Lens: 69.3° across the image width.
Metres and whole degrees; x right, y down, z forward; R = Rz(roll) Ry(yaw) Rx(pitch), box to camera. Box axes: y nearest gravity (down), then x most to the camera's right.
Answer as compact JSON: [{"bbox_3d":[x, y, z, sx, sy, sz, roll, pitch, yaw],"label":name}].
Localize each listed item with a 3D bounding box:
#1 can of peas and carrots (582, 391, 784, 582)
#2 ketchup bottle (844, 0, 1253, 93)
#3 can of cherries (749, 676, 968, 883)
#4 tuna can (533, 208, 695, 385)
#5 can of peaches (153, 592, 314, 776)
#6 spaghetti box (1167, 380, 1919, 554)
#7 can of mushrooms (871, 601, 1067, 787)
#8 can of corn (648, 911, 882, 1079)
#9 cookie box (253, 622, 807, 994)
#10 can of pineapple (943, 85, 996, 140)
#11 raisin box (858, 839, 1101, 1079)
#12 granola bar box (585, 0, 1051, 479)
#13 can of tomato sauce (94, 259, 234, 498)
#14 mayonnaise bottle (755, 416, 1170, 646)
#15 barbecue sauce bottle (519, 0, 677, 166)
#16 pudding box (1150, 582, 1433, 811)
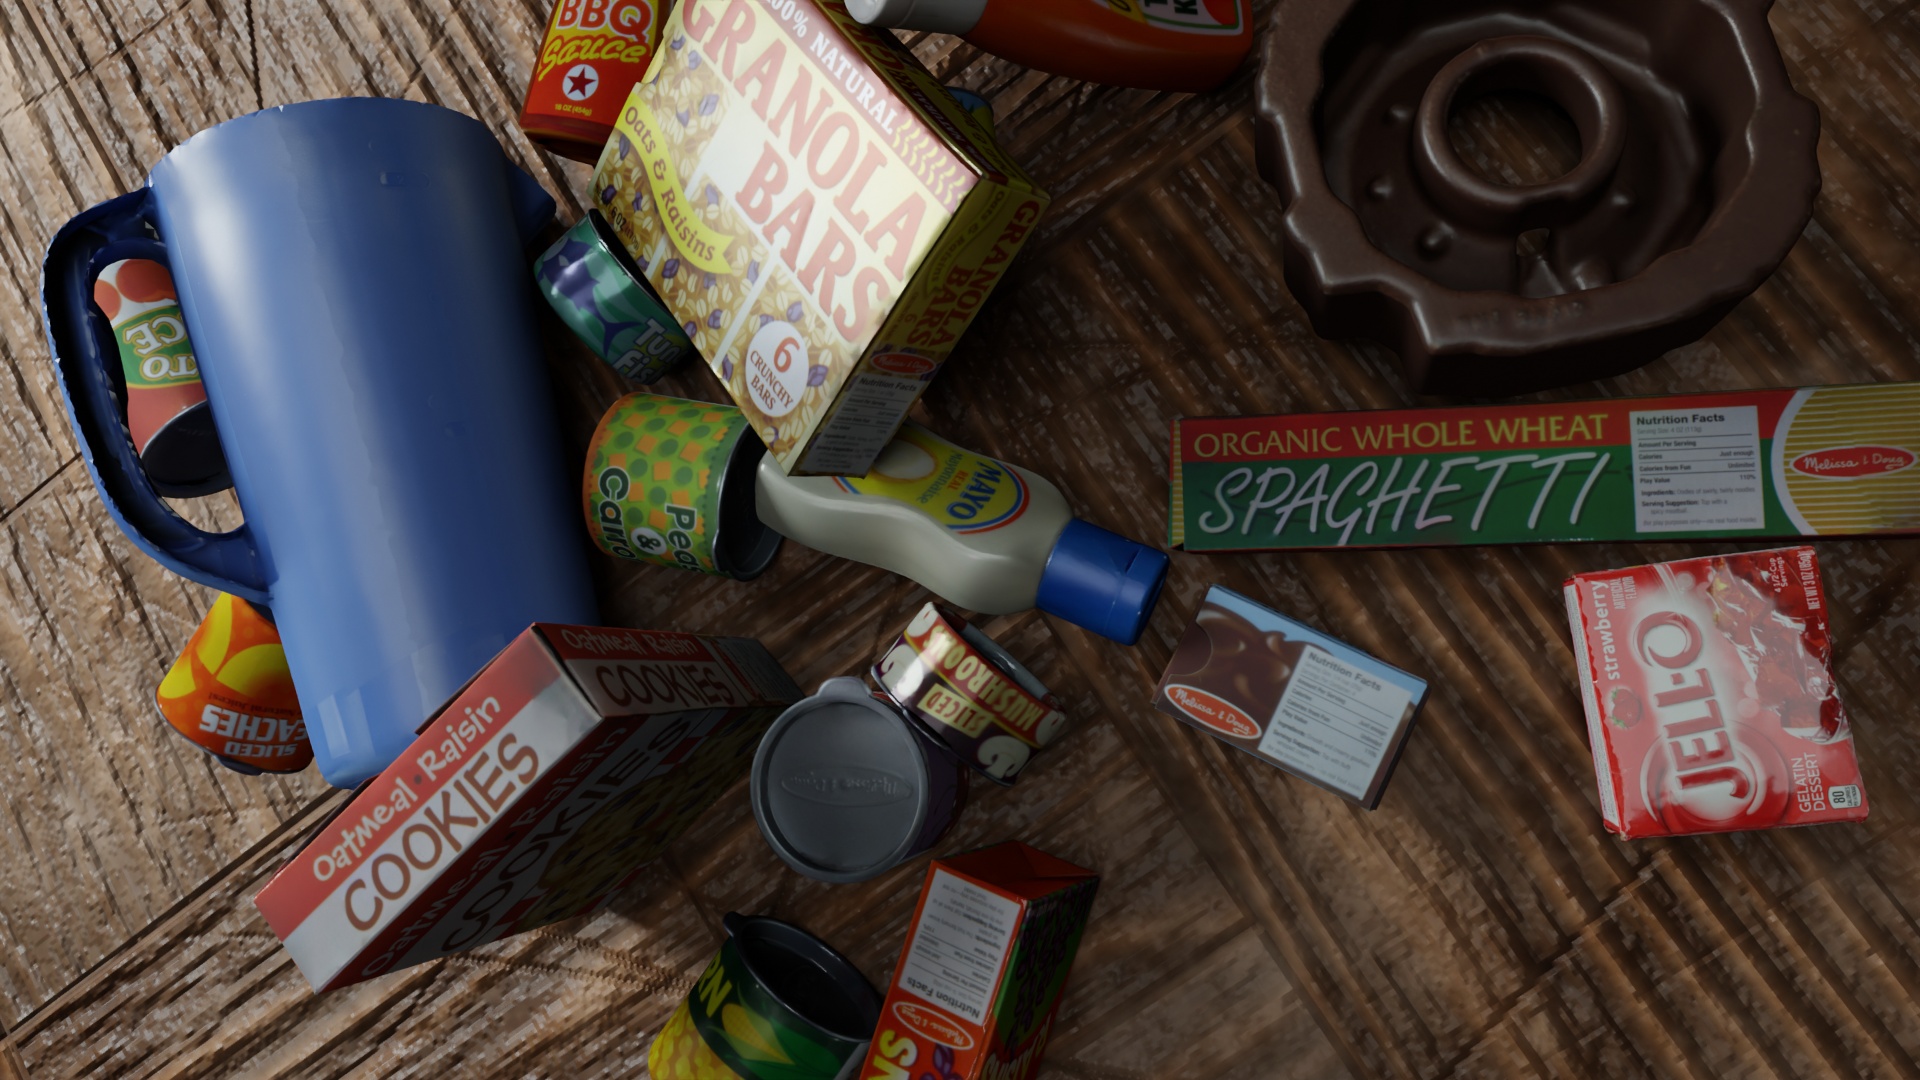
[{"bbox_3d":[-0.103,-0.019,0.531,0.059,0.071,0.071,10,87,16],"label":"can of peas and carrots"},{"bbox_3d":[0.032,-0.191,0.481,0.043,0.149,0.065,-36,66,55],"label":"ketchup bottle"},{"bbox_3d":[-0.034,0.085,0.509,0.071,0.058,0.071,-2,84,15],"label":"can of cherries"},{"bbox_3d":[-0.132,-0.094,0.547,0.033,0.071,0.071,-41,77,9],"label":"tuna can"},{"bbox_3d":[-0.282,0.054,0.569,0.071,0.071,0.058,36,93,15],"label":"can of peaches"},{"bbox_3d":[0.197,-0.023,0.475,0.250,0.028,0.050,-2,84,14],"label":"spaghetti box"},{"bbox_3d":[0.004,0.054,0.496,0.071,0.071,0.033,41,94,14],"label":"can of mushrooms"},{"bbox_3d":[-0.072,0.179,0.504,0.071,0.071,0.058,36,95,15],"label":"can of corn"},{"bbox_3d":[-0.134,0.085,0.477,0.123,0.167,0.040,-44,76,7],"label":"cookie box"},{"bbox_3d":[-0.016,-0.130,0.520,0.071,0.071,0.058,-11,83,13],"label":"can of pineapple"},{"bbox_3d":[0.003,0.170,0.476,0.040,0.086,0.123,18,89,21],"label":"raisin box"},{"bbox_3d":[-0.059,-0.122,0.488,0.166,0.039,0.123,52,121,27],"label":"granola bar box"},{"bbox_3d":[-0.337,-0.072,0.597,0.071,0.071,0.083,-42,76,7],"label":"can of tomato sauce"},{"bbox_3d":[0.002,-0.006,0.509,0.148,0.041,0.065,22,47,14],"label":"mayonnaise bottle"},{"bbox_3d":[-0.133,-0.230,0.574,0.065,0.043,0.148,14,88,17],"label":"barbecue sauce bottle"},{"bbox_3d":[0.116,0.053,0.488,0.084,0.030,0.049,25,92,15],"label":"pudding box"}]
